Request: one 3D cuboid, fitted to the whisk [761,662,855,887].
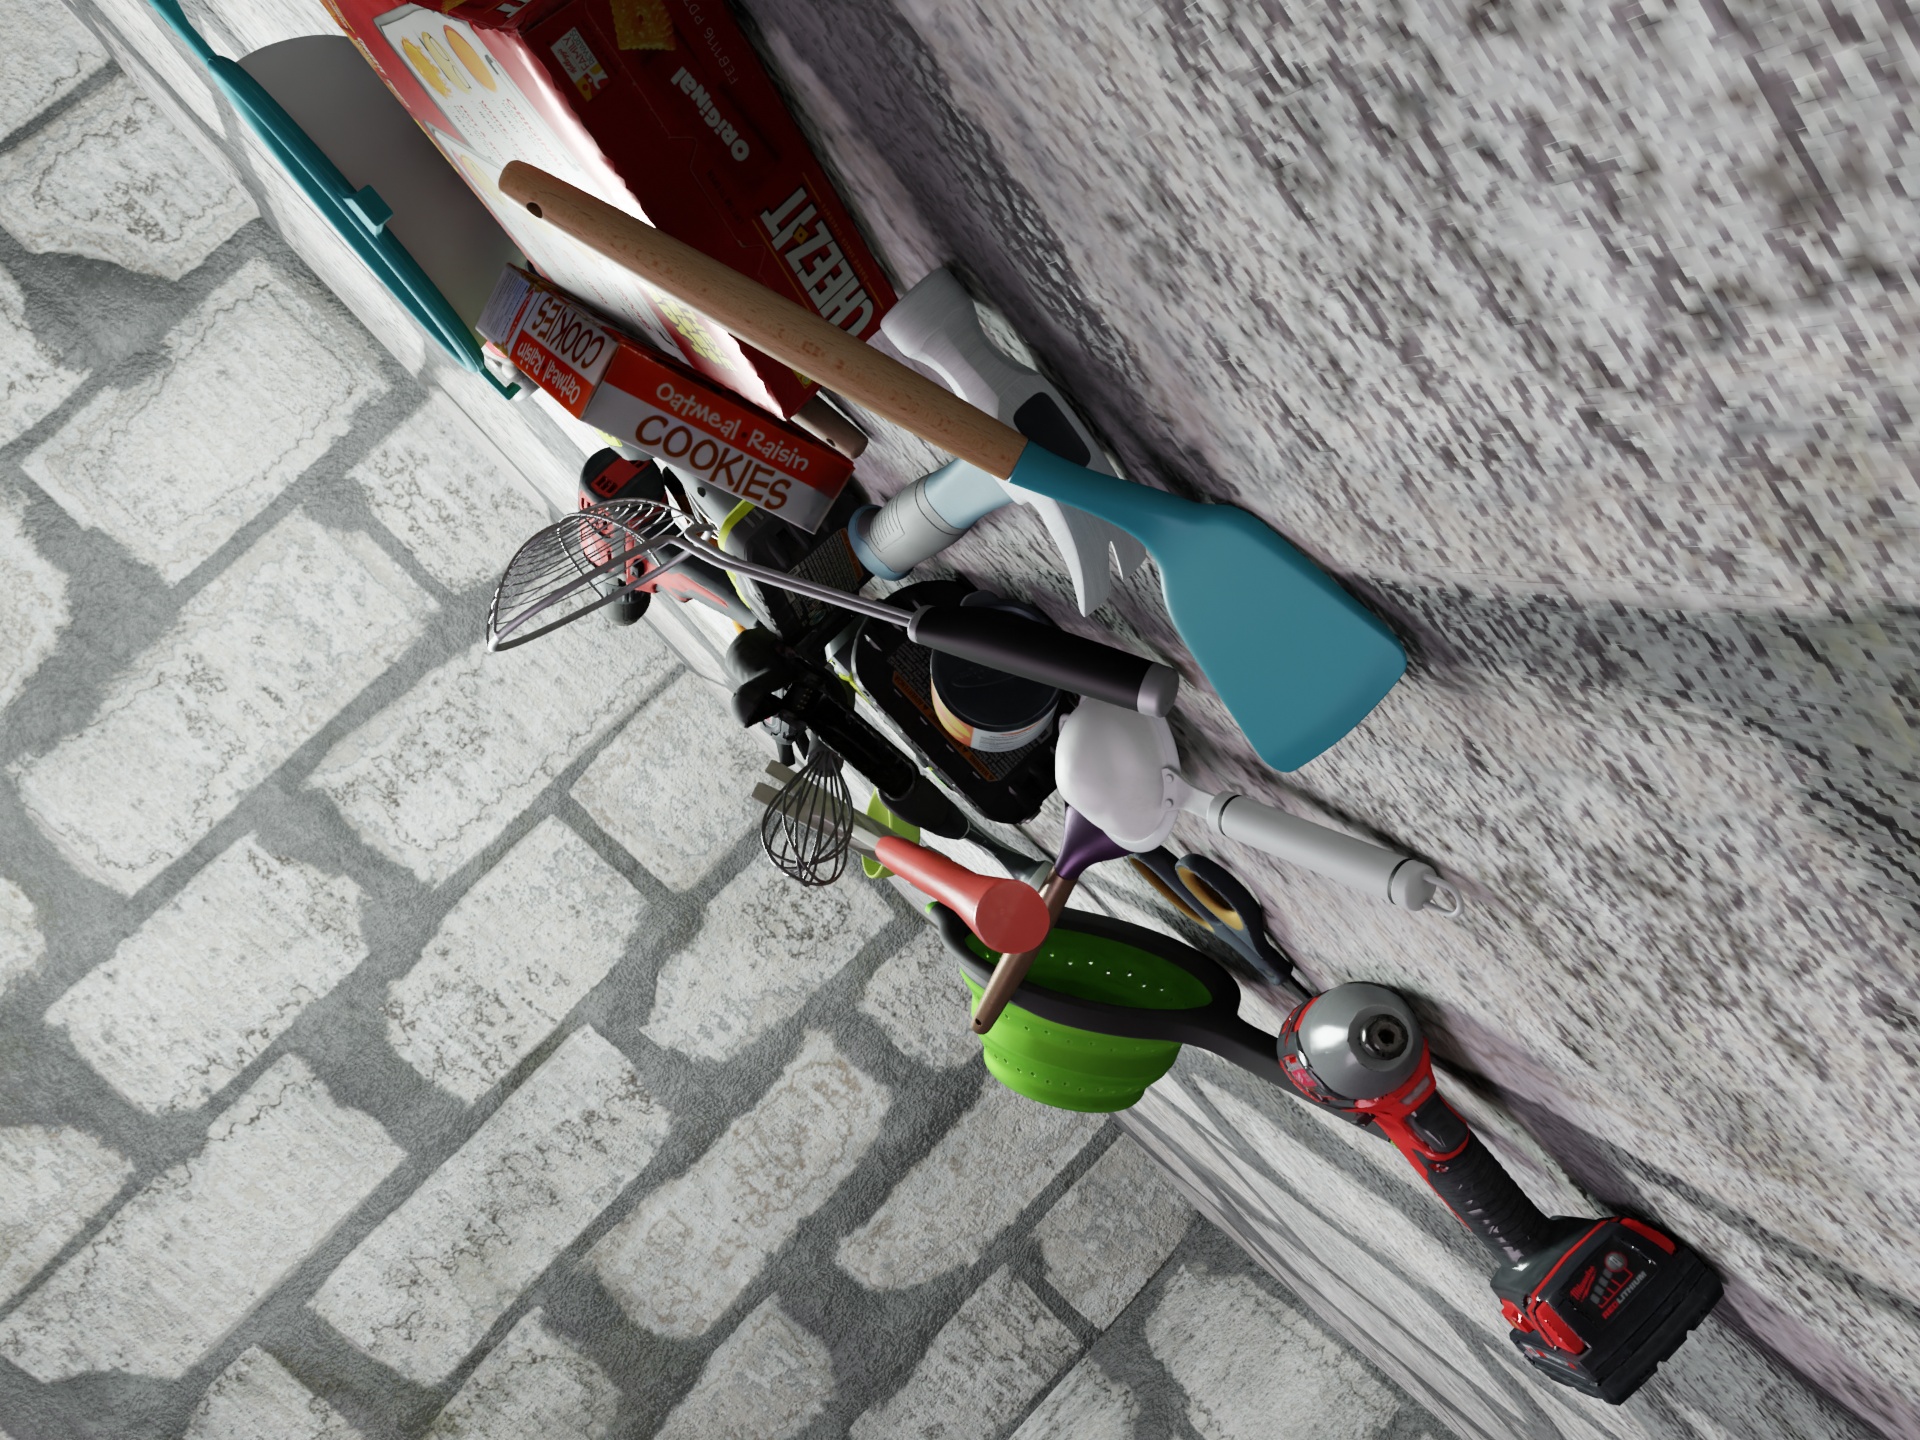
[{"bbox_3d":[-0.086,0.024,0.968,0.055,0.055,0.239,49,-161,-23],"label":"whisk"}]

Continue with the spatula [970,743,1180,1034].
[{"bbox_3d":[0.053,0.097,0.872,0.060,0.018,0.315,44,142,17],"label":"spatula"}]

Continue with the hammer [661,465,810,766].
[{"bbox_3d":[-0.180,-0.091,1.293,0.336,0.034,0.127,77,171,-59],"label":"hammer"}]

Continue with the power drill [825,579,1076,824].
[{"bbox_3d":[-0.001,-0.003,0.936,0.171,0.080,0.223,47,174,-3],"label":"power drill"}]

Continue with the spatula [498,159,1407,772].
[{"bbox_3d":[-0.008,-0.089,0.504,0.317,0.044,0.082,29,147,-3],"label":"spatula"}]

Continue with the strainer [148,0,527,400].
[{"bbox_3d":[-0.358,-0.354,0.930,0.340,0.095,0.210,47,173,19],"label":"strainer"}]

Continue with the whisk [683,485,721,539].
[{"bbox_3d":[-0.193,-0.185,1.085,0.247,0.059,0.057,43,134,37],"label":"whisk"}]

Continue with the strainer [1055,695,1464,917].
[{"bbox_3d":[0.109,0.037,0.691,0.259,0.050,0.086,22,119,50],"label":"strainer"}]

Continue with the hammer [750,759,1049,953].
[{"bbox_3d":[-0.032,0.082,0.951,0.149,0.037,0.359,30,175,-14],"label":"hammer"}]

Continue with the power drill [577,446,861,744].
[{"bbox_3d":[-0.188,-0.083,1.169,0.227,0.080,0.187,36,151,9],"label":"power drill"}]

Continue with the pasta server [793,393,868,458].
[{"bbox_3d":[-0.163,-0.234,0.800,0.316,0.040,0.060,39,170,12],"label":"pasta server"}]

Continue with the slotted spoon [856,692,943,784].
[{"bbox_3d":[-0.080,-0.029,1.308,0.314,0.031,0.070,41,171,34],"label":"slotted spoon"}]

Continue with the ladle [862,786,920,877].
[{"bbox_3d":[-0.115,-0.006,1.309,0.320,0.062,0.078,64,173,-24],"label":"ladle"}]

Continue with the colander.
[{"bbox_3d":[0.133,0.220,1.008,0.204,0.094,0.397,2,-166,-45],"label":"colander"}]

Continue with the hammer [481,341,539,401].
[{"bbox_3d":[-0.353,-0.312,1.244,0.143,0.038,0.387,52,169,-24],"label":"hammer"}]

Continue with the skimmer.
[{"bbox_3d":[-0.071,-0.035,0.757,0.363,0.127,0.090,18,118,25],"label":"skimmer"}]

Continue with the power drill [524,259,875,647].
[{"bbox_3d":[-0.154,-0.162,0.909,0.229,0.080,0.190,46,172,14],"label":"power drill"}]

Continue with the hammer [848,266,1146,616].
[{"bbox_3d":[-0.007,-0.095,0.687,0.128,0.033,0.331,48,171,-8],"label":"hammer"}]

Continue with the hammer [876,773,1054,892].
[{"bbox_3d":[-0.006,0.072,1.146,0.149,0.036,0.408,35,177,12],"label":"hammer"}]

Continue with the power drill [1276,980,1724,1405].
[{"bbox_3d":[0.253,0.220,0.786,0.220,0.078,0.143,46,171,12],"label":"power drill"}]
